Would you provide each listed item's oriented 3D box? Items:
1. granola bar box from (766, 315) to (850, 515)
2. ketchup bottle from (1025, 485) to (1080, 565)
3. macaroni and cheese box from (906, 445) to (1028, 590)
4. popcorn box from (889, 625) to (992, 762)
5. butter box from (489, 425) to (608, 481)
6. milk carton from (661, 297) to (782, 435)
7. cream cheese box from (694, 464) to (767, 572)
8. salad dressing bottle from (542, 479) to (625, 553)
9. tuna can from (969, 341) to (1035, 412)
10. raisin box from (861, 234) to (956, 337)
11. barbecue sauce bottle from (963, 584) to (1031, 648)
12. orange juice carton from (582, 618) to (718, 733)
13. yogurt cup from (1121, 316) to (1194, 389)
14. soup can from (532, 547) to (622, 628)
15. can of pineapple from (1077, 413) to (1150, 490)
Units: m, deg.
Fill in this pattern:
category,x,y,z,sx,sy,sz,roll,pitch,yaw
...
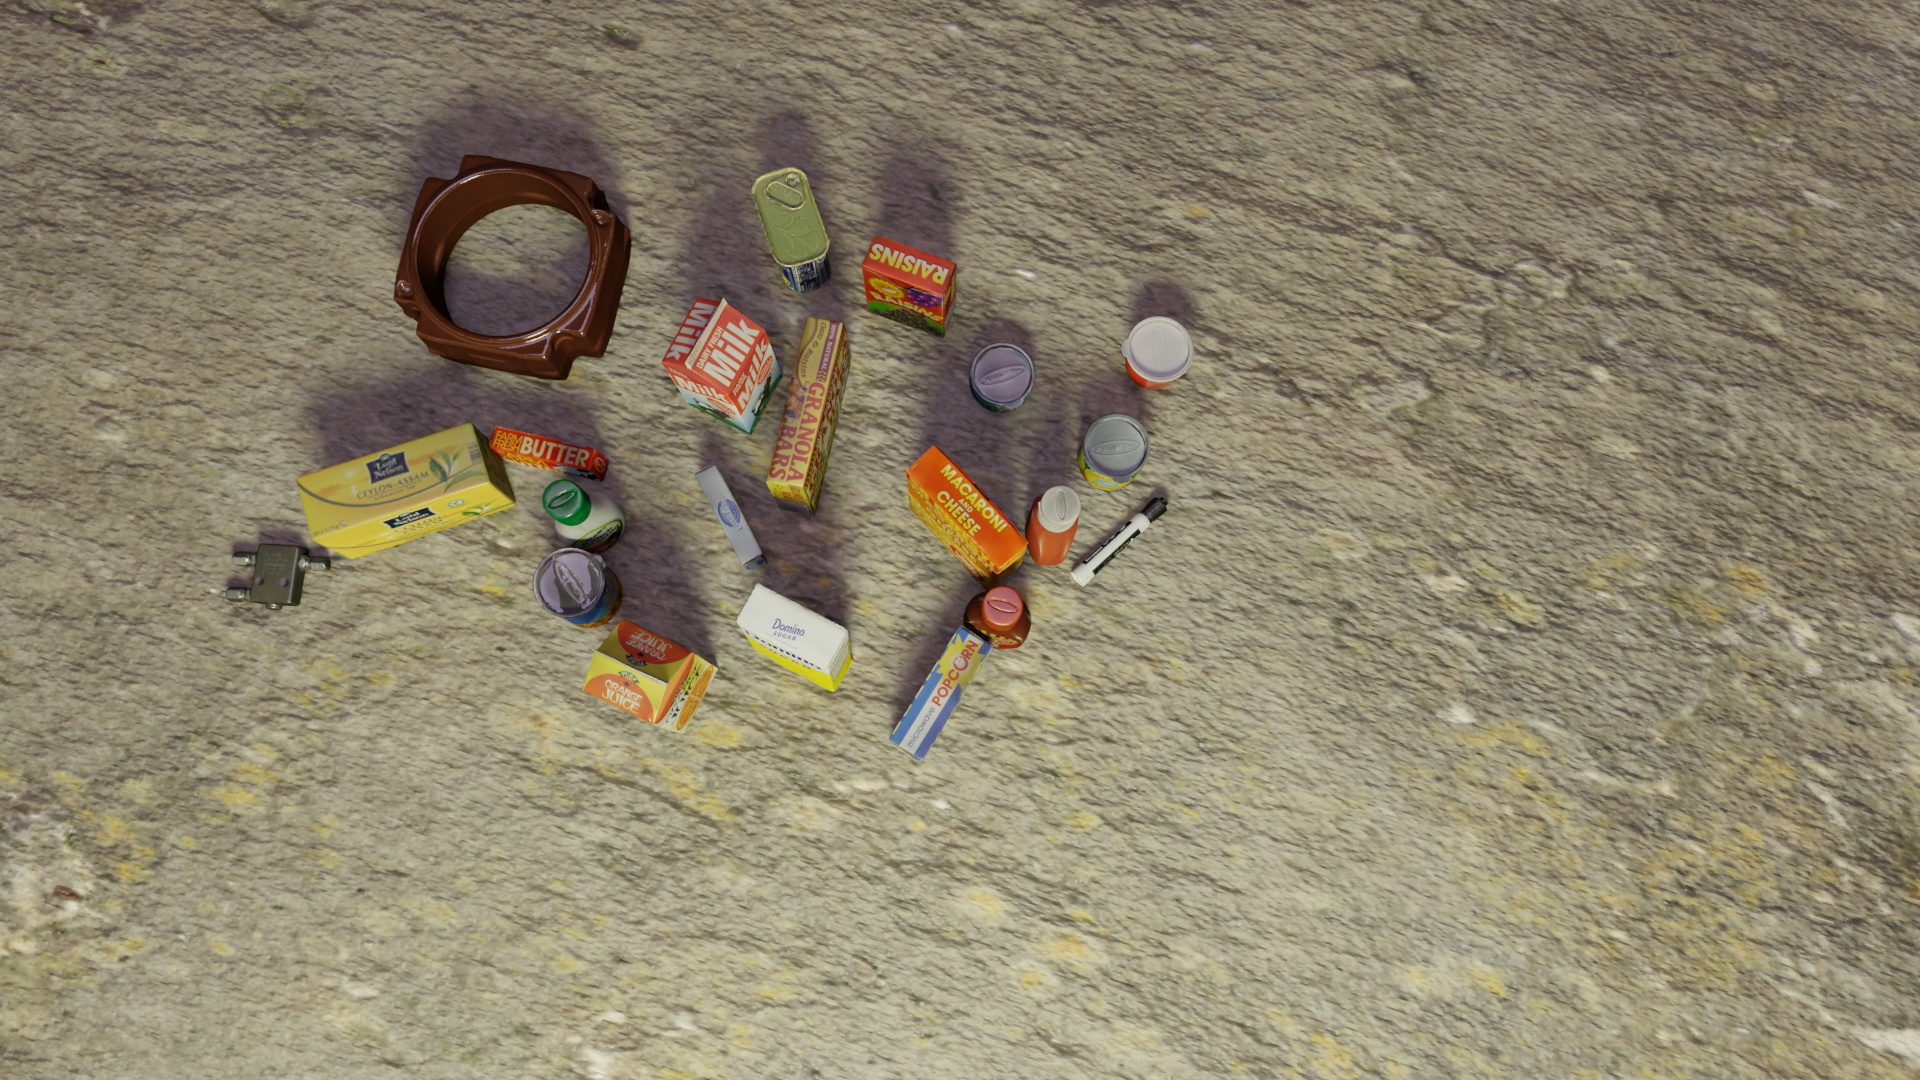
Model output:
category,x,y,z,sx,sy,sz,roll,pitch,yaw
granola bar box,-0.144,-0.117,1.340,0.039,0.124,0.166,12,79,1
ketchup bottle,0.087,-0.018,1.314,0.043,0.148,0.065,-3,79,-2
macaroni and cheese box,0.005,-0.016,1.302,0.040,0.166,0.124,-43,83,-8
popcorn box,-0.019,0.147,1.310,0.038,0.085,0.127,32,80,5
butter box,-0.404,-0.084,1.364,0.103,0.053,0.024,13,79,1
milk carton,-0.226,-0.168,1.315,0.073,0.190,0.072,26,80,4
cream cheese box,-0.223,-0.020,1.355,0.024,0.053,0.104,-28,81,-6
salad dressing bottle,-0.356,-0.024,1.304,0.064,0.147,0.044,-30,81,-7
tuna can,0.043,-0.162,1.401,0.071,0.032,0.071,0,79,-1
raisin box,-0.050,-0.249,1.370,0.086,0.123,0.040,21,79,3
barbecue sauce bottle,0.036,0.070,1.295,0.065,0.148,0.044,18,79,2
orange juice carton,-0.280,0.123,1.254,0.072,0.192,0.073,26,80,4
yogurt cup,0.197,-0.185,1.398,0.072,0.054,0.072,0,79,-1
soup can,-0.360,0.045,1.323,0.071,0.083,0.071,0,79,-1
can of pineapple,0.151,-0.085,1.375,0.071,0.057,0.071,0,79,-1
